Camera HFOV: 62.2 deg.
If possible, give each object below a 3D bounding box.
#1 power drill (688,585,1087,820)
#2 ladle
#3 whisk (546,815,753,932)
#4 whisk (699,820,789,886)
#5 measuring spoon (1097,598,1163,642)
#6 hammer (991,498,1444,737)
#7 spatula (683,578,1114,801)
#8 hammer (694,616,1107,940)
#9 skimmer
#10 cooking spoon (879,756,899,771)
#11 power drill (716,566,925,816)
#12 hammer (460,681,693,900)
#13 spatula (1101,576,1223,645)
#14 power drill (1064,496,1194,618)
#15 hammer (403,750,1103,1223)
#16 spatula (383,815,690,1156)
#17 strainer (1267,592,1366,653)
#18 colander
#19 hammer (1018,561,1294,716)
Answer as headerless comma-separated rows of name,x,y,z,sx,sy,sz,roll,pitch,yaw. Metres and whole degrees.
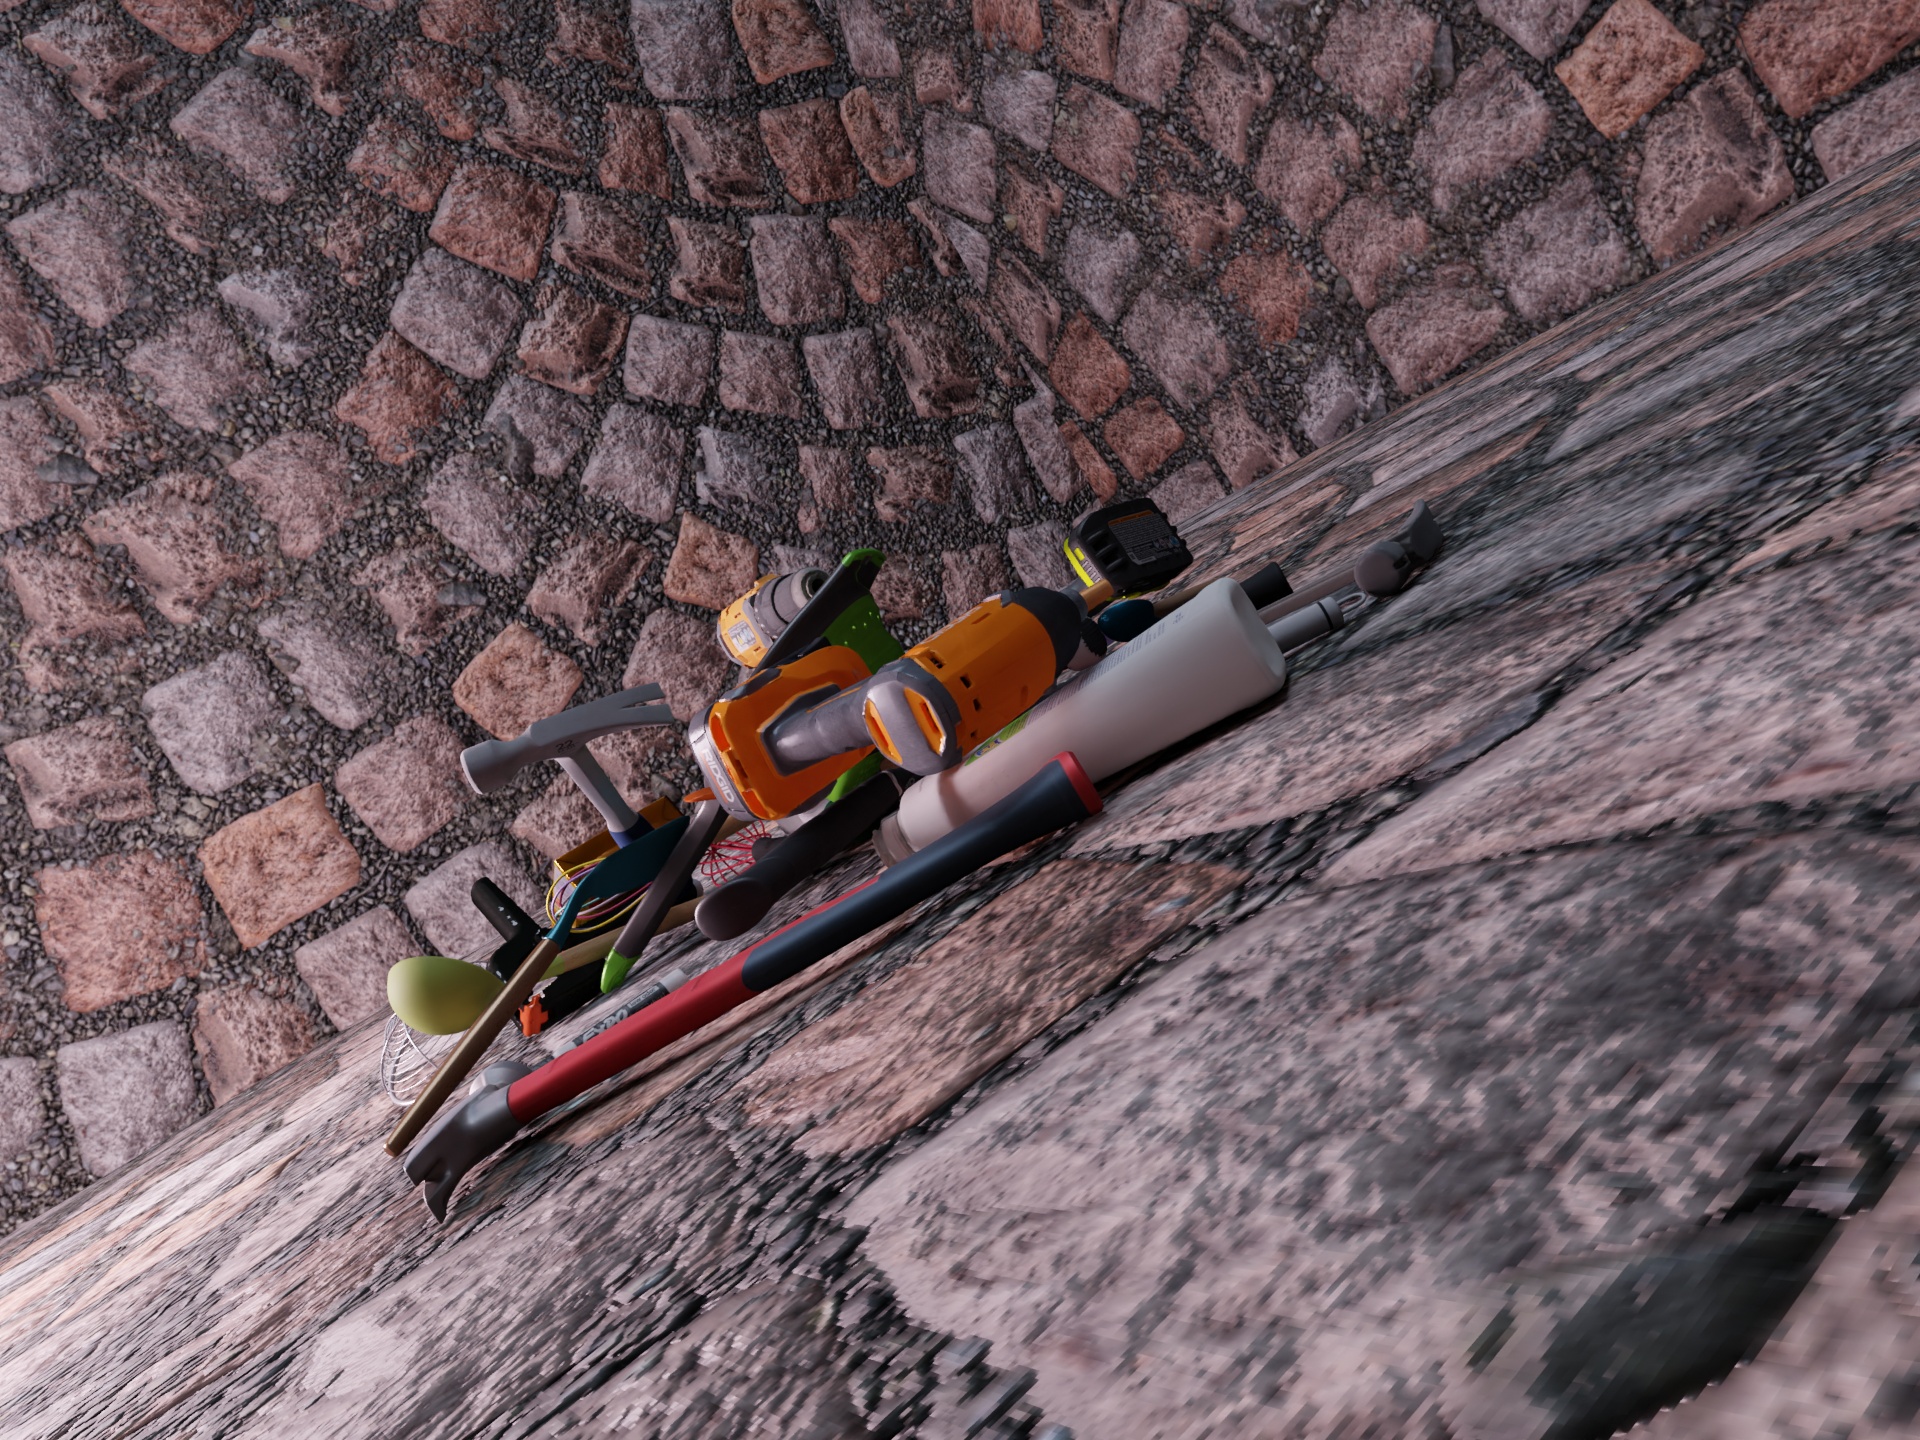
power drill,-0.036,-0.017,0.919,0.226,0.084,0.164,-15,15,46
ladle,-0.296,0.170,1.234,0.078,0.062,0.320,-33,-9,37
whisk,-0.225,0.098,1.282,0.245,0.047,0.051,-29,-21,-2
whisk,-0.172,0.111,1.353,0.073,0.073,0.296,-32,10,-22
measuring spoon,0.149,-0.061,1.169,0.042,0.021,0.128,-32,-29,33
hammer,0.161,-0.049,1.104,0.359,0.036,0.149,-27,5,31
spatula,-0.038,-0.015,1.079,0.322,0.041,0.081,-32,4,-5
hammer,-0.042,0.035,1.035,0.149,0.036,0.409,-28,6,35
skimmer,-0.345,0.225,1.386,0.127,0.090,0.363,-21,-1,35
cooking spoon,-0.002,-0.004,1.308,0.069,0.017,0.319,-23,5,23
power drill,-0.114,-0.024,1.367,0.084,0.226,0.185,-33,5,-28
hammer,-0.268,0.076,1.280,0.144,0.035,0.405,-23,-20,-7
spatula,0.164,-0.091,1.470,0.060,0.018,0.316,-6,13,41
power drill,0.095,-0.103,1.473,0.171,0.080,0.223,-22,-16,-50
hammer,-0.101,0.128,0.811,0.386,0.038,0.143,-30,6,3
spatula,-0.297,0.184,1.135,0.318,0.044,0.082,-57,-5,-40
strainer,0.129,-0.020,0.971,0.258,0.050,0.087,-27,20,4
colander,-0.137,0.061,1.192,0.397,0.094,0.204,-57,-6,9
hammer,0.118,-0.040,1.285,0.335,0.035,0.146,-28,4,28
